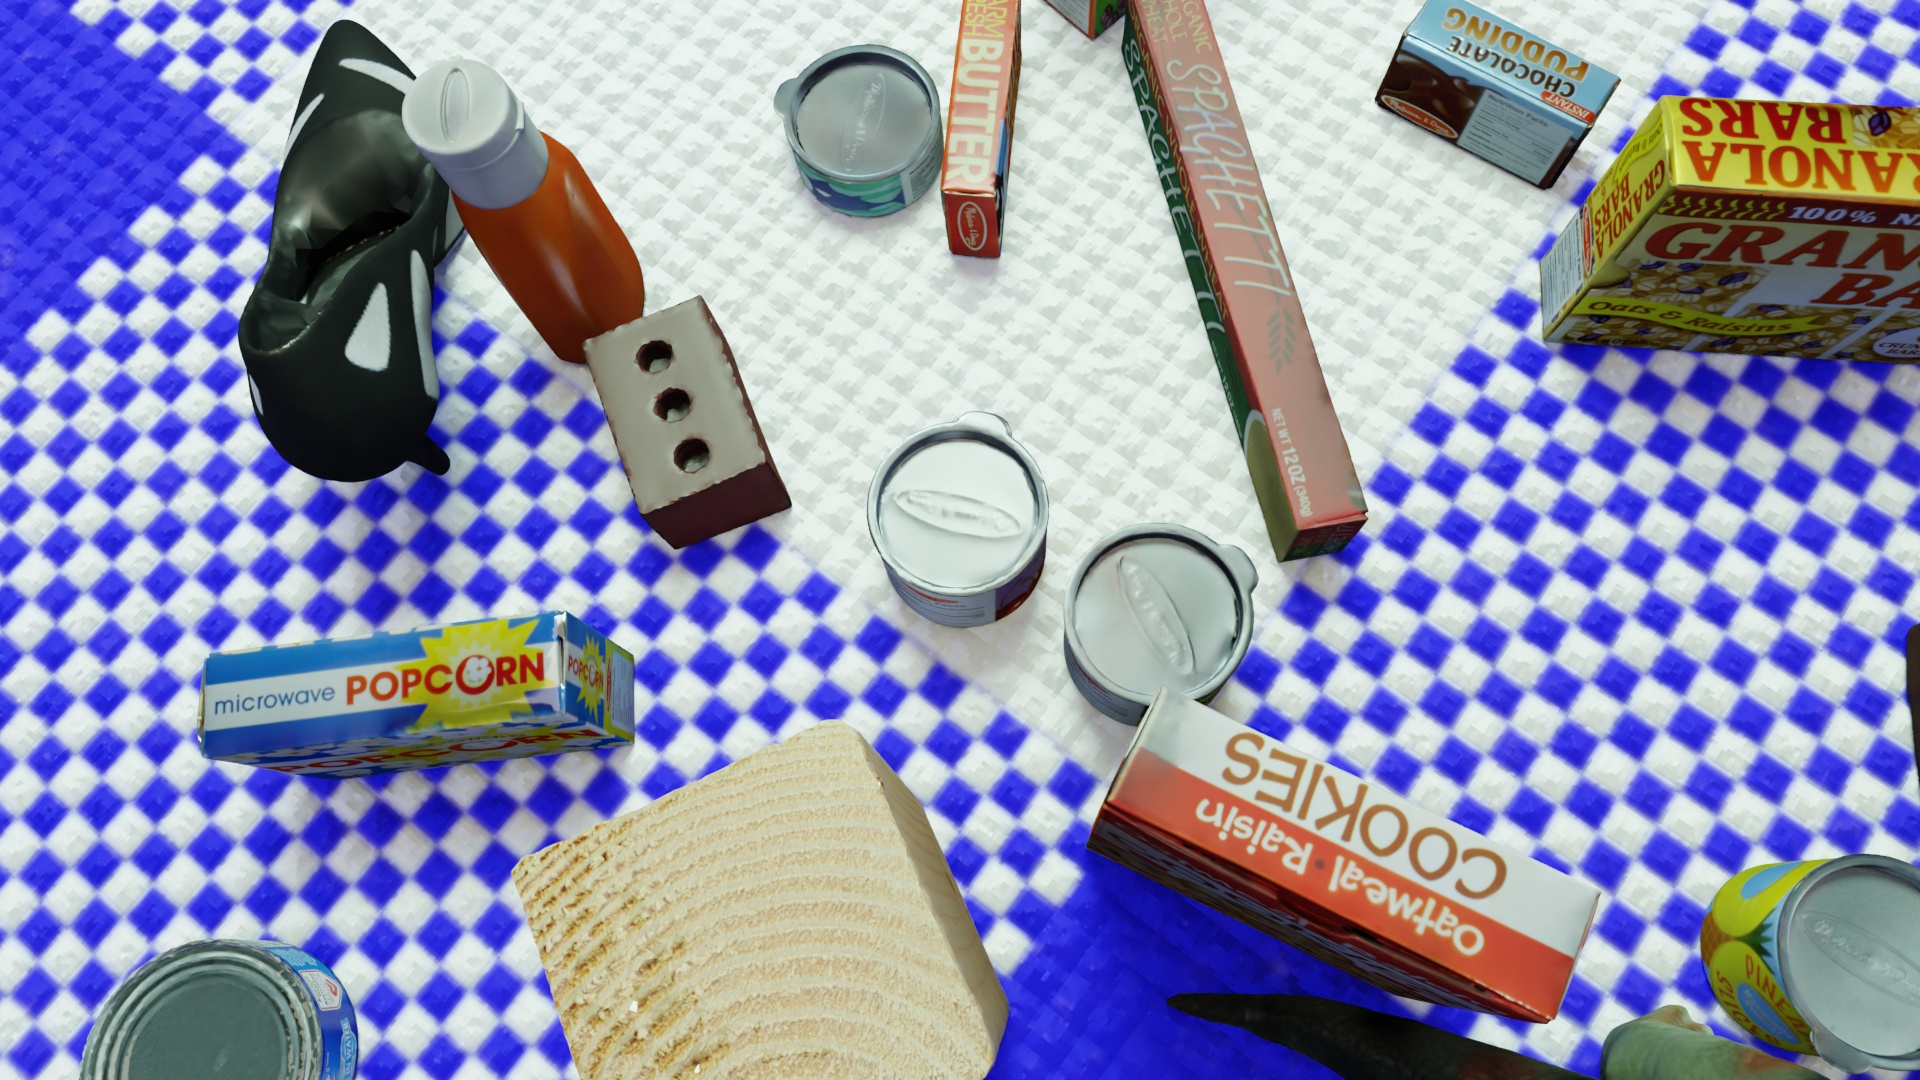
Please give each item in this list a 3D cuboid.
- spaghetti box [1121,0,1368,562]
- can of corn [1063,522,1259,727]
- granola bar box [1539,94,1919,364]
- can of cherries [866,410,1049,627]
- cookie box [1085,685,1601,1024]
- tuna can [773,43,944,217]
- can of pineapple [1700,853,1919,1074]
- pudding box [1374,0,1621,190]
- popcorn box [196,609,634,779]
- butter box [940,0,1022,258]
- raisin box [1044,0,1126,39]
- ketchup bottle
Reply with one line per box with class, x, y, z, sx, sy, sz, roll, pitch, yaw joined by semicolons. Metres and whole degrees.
spaghetti box;0.109;-0.115;0.557;0.029;0.050;0.250;-13;73;0
can of corn;0.073;0.032;0.512;0.071;0.058;0.071;-1;74;3
granola bar box;0.315;-0.107;0.505;0.166;0.124;0.039;4;74;4
can of cherries;0.002;-0.007;0.527;0.071;0.058;0.071;-1;74;3
cookie box;0.104;0.102;0.432;0.123;0.167;0.040;24;77;10
tuna can;-0.043;-0.174;0.592;0.071;0.032;0.071;-1;74;3
can of pineapple;0.293;0.142;0.467;0.071;0.057;0.071;-1;74;3
pudding box;0.219;-0.185;0.572;0.084;0.049;0.030;32;78;11
popcorn box;-0.191;0.058;0.504;0.127;0.085;0.038;-7;74;1
butter box;0.010;-0.176;0.579;0.024;0.053;0.104;5;74;5
raisin box;0.073;-0.279;0.569;0.086;0.123;0.040;-41;76;-8
ketchup bottle;-0.160;-0.122;0.523;0.043;0.148;0.065;-5;74;2
